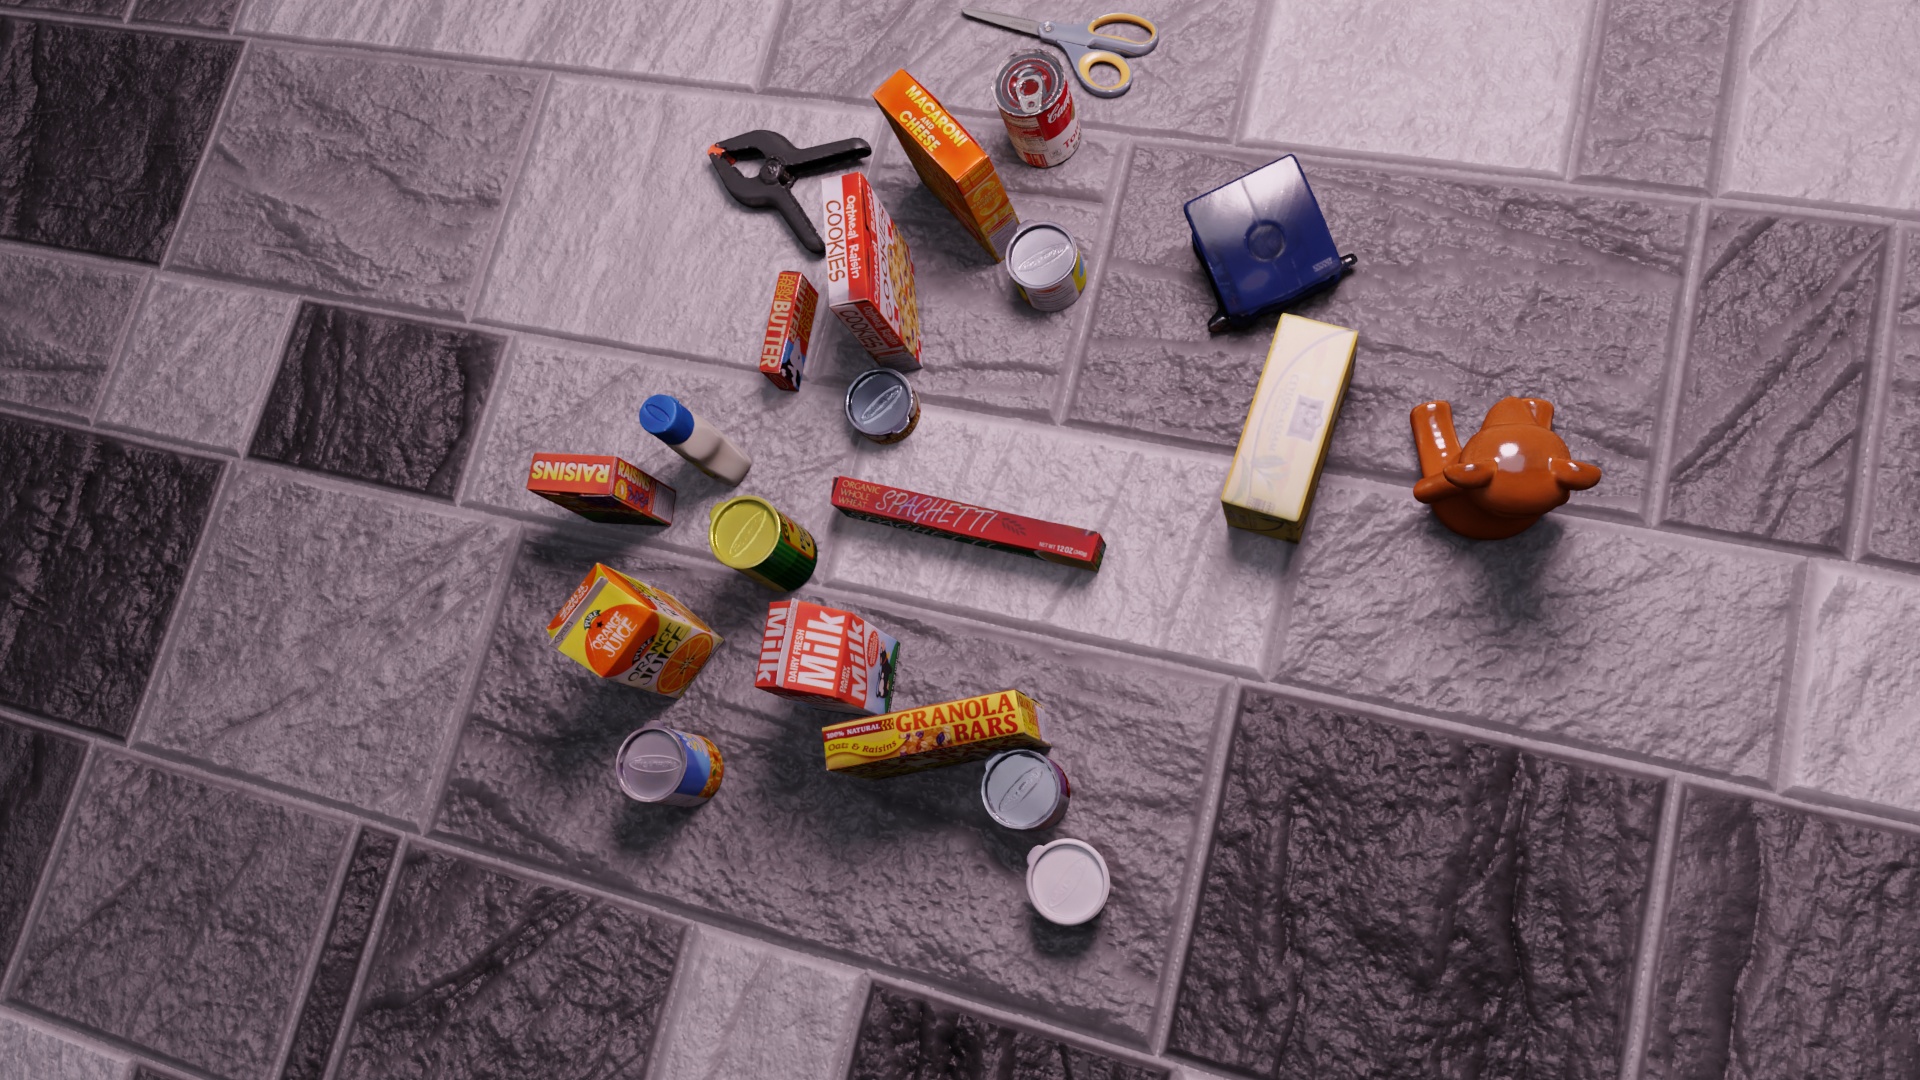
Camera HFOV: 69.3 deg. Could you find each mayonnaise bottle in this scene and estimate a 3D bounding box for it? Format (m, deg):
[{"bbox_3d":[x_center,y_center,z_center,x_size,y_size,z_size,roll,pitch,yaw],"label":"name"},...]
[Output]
[{"bbox_3d":[-0.245,-0.093,1.268,0.065,0.148,0.041,32,86,19],"label":"mayonnaise bottle"}]

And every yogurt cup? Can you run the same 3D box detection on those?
[{"bbox_3d":[0.092,0.280,1.140,0.072,0.054,0.072,-3,76,13],"label":"yogurt cup"}]

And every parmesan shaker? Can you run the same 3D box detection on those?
[{"bbox_3d":[-0.177,0.002,1.251,0.071,0.103,0.071,-3,76,13],"label":"parmesan shaker"}]

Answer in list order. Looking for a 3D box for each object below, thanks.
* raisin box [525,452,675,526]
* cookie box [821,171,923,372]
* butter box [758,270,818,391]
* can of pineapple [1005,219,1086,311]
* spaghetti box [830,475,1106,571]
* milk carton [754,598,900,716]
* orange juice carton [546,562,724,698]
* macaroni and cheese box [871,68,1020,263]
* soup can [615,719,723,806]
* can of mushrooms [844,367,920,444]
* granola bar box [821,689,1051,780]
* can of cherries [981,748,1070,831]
[{"bbox_3d":[-0.331,-0.046,1.290,0.086,0.123,0.040,4,78,15],"label":"raisin box"},{"bbox_3d":[-0.077,-0.237,1.252,0.040,0.167,0.123,-9,75,12],"label":"cookie box"},{"bbox_3d":[-0.163,-0.200,1.325,0.024,0.053,0.103,7,78,16],"label":"butter box"},{"bbox_3d":[0.079,-0.253,1.276,0.071,0.058,0.071,-3,76,13],"label":"can of pineapple"},{"bbox_3d":[0.004,-0.016,1.238,0.250,0.050,0.029,13,80,17],"label":"spaghetti box"},{"bbox_3d":[-0.114,0.100,1.164,0.073,0.190,0.072,5,78,15],"label":"milk carton"},{"bbox_3d":[-0.289,0.078,1.212,0.073,0.192,0.072,37,88,19],"label":"orange juice carton"},{"bbox_3d":[-0.007,-0.338,1.261,0.040,0.166,0.124,-41,71,2],"label":"macaroni and cheese box"},{"bbox_3d":[-0.256,0.198,1.231,0.071,0.083,0.071,-3,76,13],"label":"soup can"},{"bbox_3d":[-0.071,-0.123,1.293,0.071,0.033,0.071,-3,76,13],"label":"can of mushrooms"},{"bbox_3d":[-0.017,0.163,1.159,0.165,0.124,0.039,-13,74,11],"label":"granola bar box"},{"bbox_3d":[0.054,0.208,1.165,0.071,0.058,0.071,-3,76,13],"label":"can of cherries"}]
